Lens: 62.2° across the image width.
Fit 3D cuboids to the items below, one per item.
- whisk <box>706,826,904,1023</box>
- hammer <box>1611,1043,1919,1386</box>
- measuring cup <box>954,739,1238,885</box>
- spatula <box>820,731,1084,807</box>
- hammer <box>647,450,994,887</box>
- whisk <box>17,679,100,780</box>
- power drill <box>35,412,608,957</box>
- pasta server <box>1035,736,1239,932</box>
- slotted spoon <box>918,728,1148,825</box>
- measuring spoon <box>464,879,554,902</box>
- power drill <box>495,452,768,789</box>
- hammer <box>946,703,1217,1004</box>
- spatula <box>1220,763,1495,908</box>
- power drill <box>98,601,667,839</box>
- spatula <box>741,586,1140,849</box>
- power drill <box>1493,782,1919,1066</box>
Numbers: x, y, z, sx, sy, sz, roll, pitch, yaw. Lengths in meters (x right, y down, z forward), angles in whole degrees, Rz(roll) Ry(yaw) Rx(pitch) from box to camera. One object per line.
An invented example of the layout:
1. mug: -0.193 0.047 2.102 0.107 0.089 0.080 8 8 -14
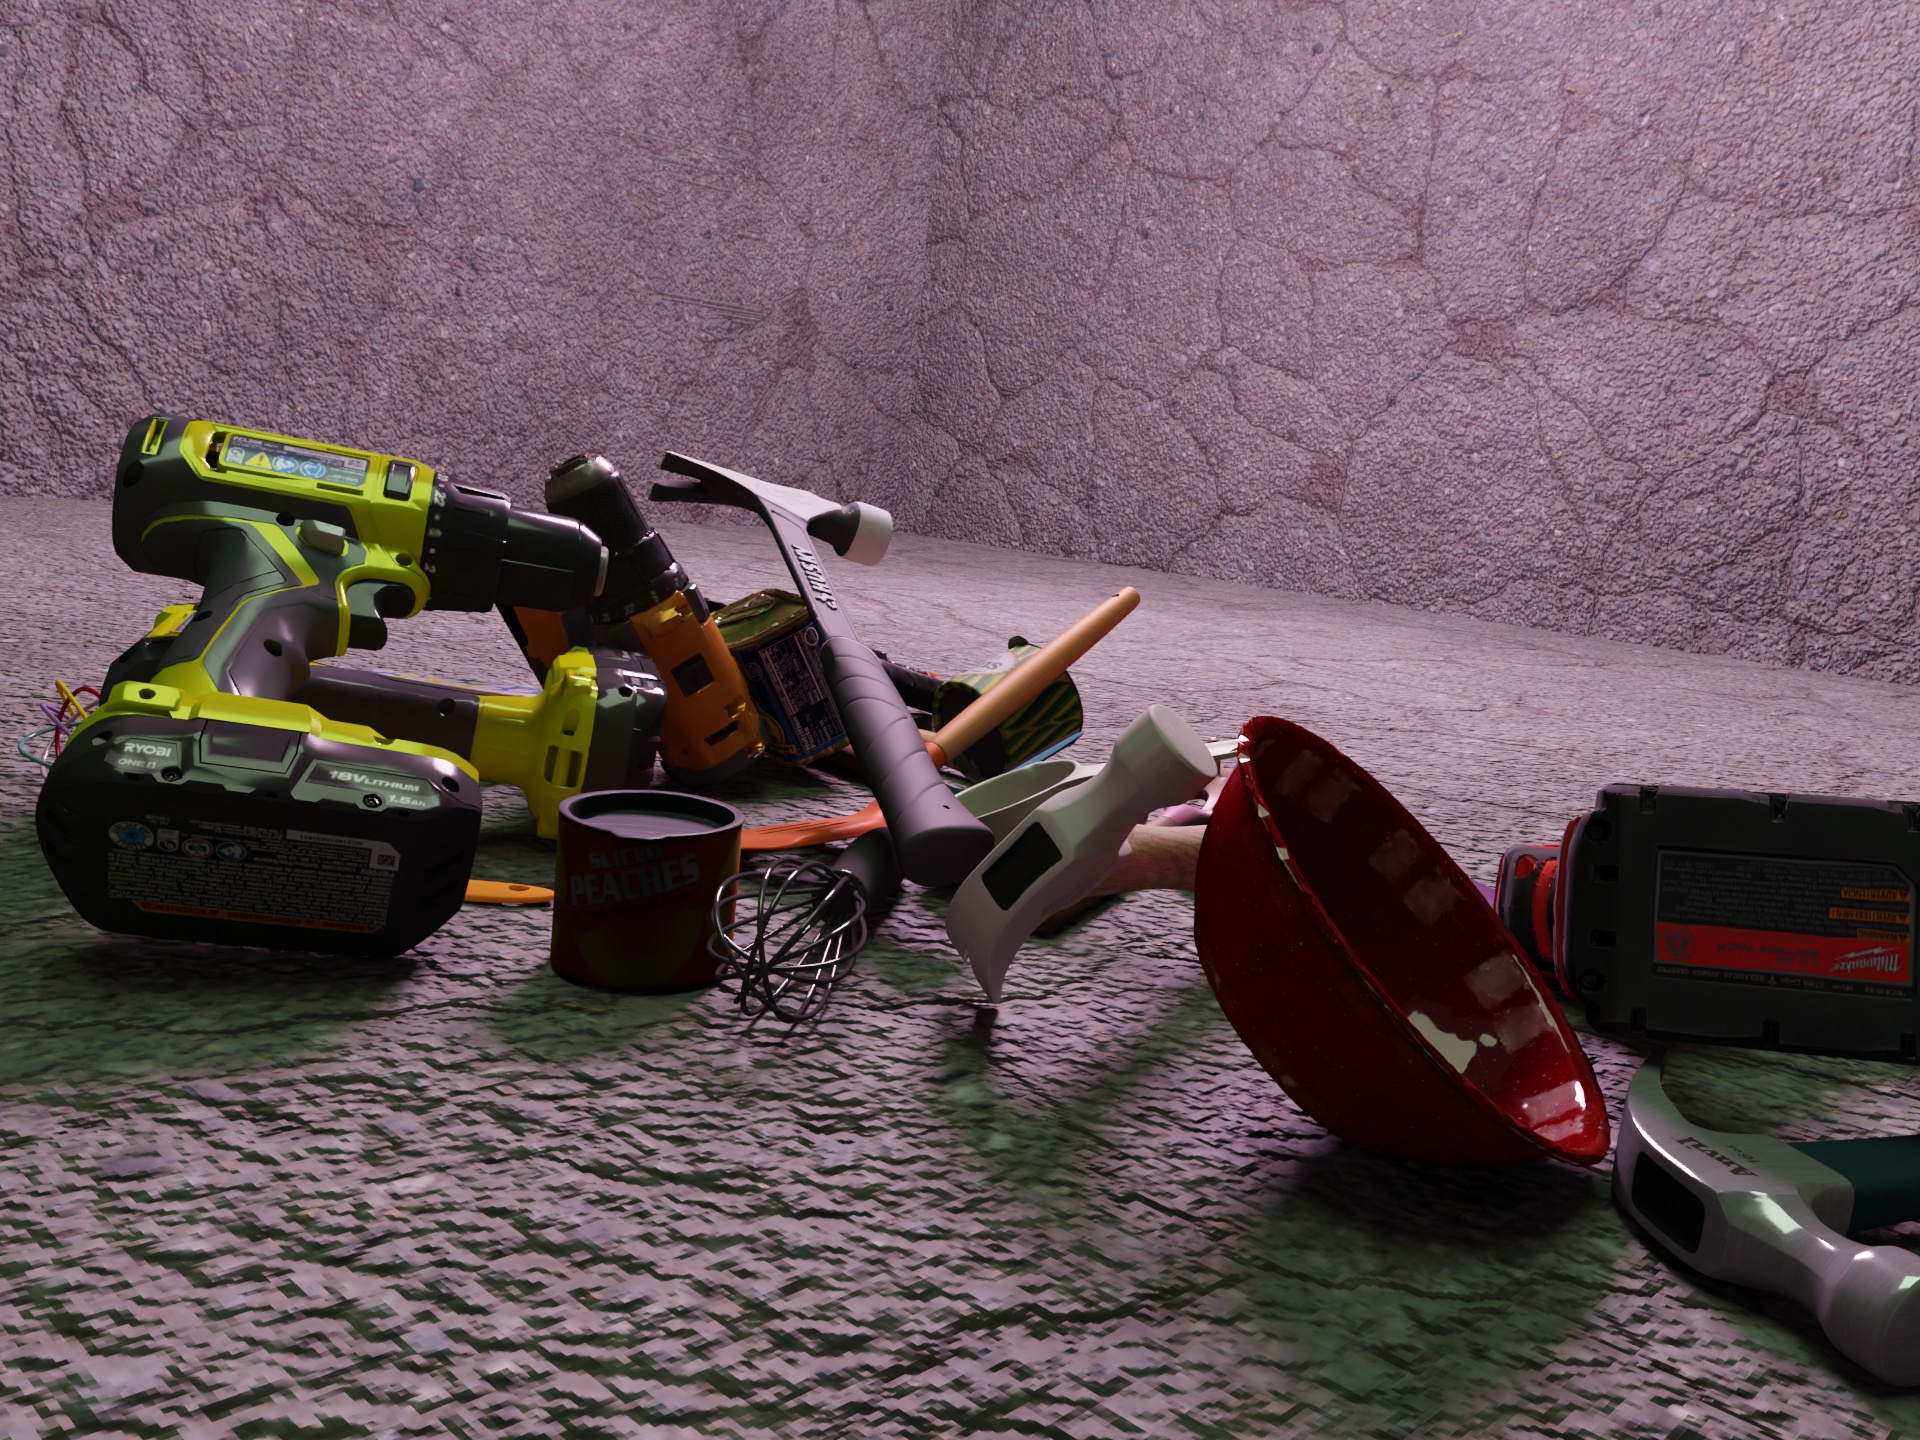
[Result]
1. whisk: -0.049 0.067 0.618 0.055 0.055 0.239 7 5 7
2. hammer: 0.340 0.134 0.484 0.331 0.033 0.128 2 11 -23
3. measuring cup: 0.062 0.040 0.700 0.167 0.038 0.083 -13 11 31
4. spatula: -0.047 0.016 0.911 0.082 0.044 0.318 -31 25 -25
5. hammer: -0.063 -0.041 0.791 0.149 0.036 0.409 16 22 -24
6. whisk: -0.357 0.027 0.684 0.051 0.047 0.245 -1 15 -41
7. power drill: -0.234 -0.024 0.609 0.190 0.080 0.229 9 41 -19
8. pasta server: 0.096 0.053 0.800 0.060 0.040 0.316 14 13 21
9. slotted spoon: -0.011 0.018 0.972 0.314 0.031 0.070 17 4 42
10. measuring spoon: -0.221 0.062 0.639 0.117 0.011 0.021 6 10 0
11. power drill: -0.203 -0.065 0.907 0.084 0.185 0.226 -33 23 -21
12. hammer: 0.102 0.057 0.645 0.031 0.130 0.331 56 22 22
13. spatula: 0.206 0.065 0.852 0.059 0.018 0.316 -1 12 -17
14. power drill: -0.258 -0.008 0.737 0.223 0.080 0.171 10 10 -18
15. spatula: -0.001 -0.003 0.815 0.081 0.041 0.322 -4 26 45
16. power drill: 0.275 0.073 0.575 0.143 0.078 0.219 4 -6 14
